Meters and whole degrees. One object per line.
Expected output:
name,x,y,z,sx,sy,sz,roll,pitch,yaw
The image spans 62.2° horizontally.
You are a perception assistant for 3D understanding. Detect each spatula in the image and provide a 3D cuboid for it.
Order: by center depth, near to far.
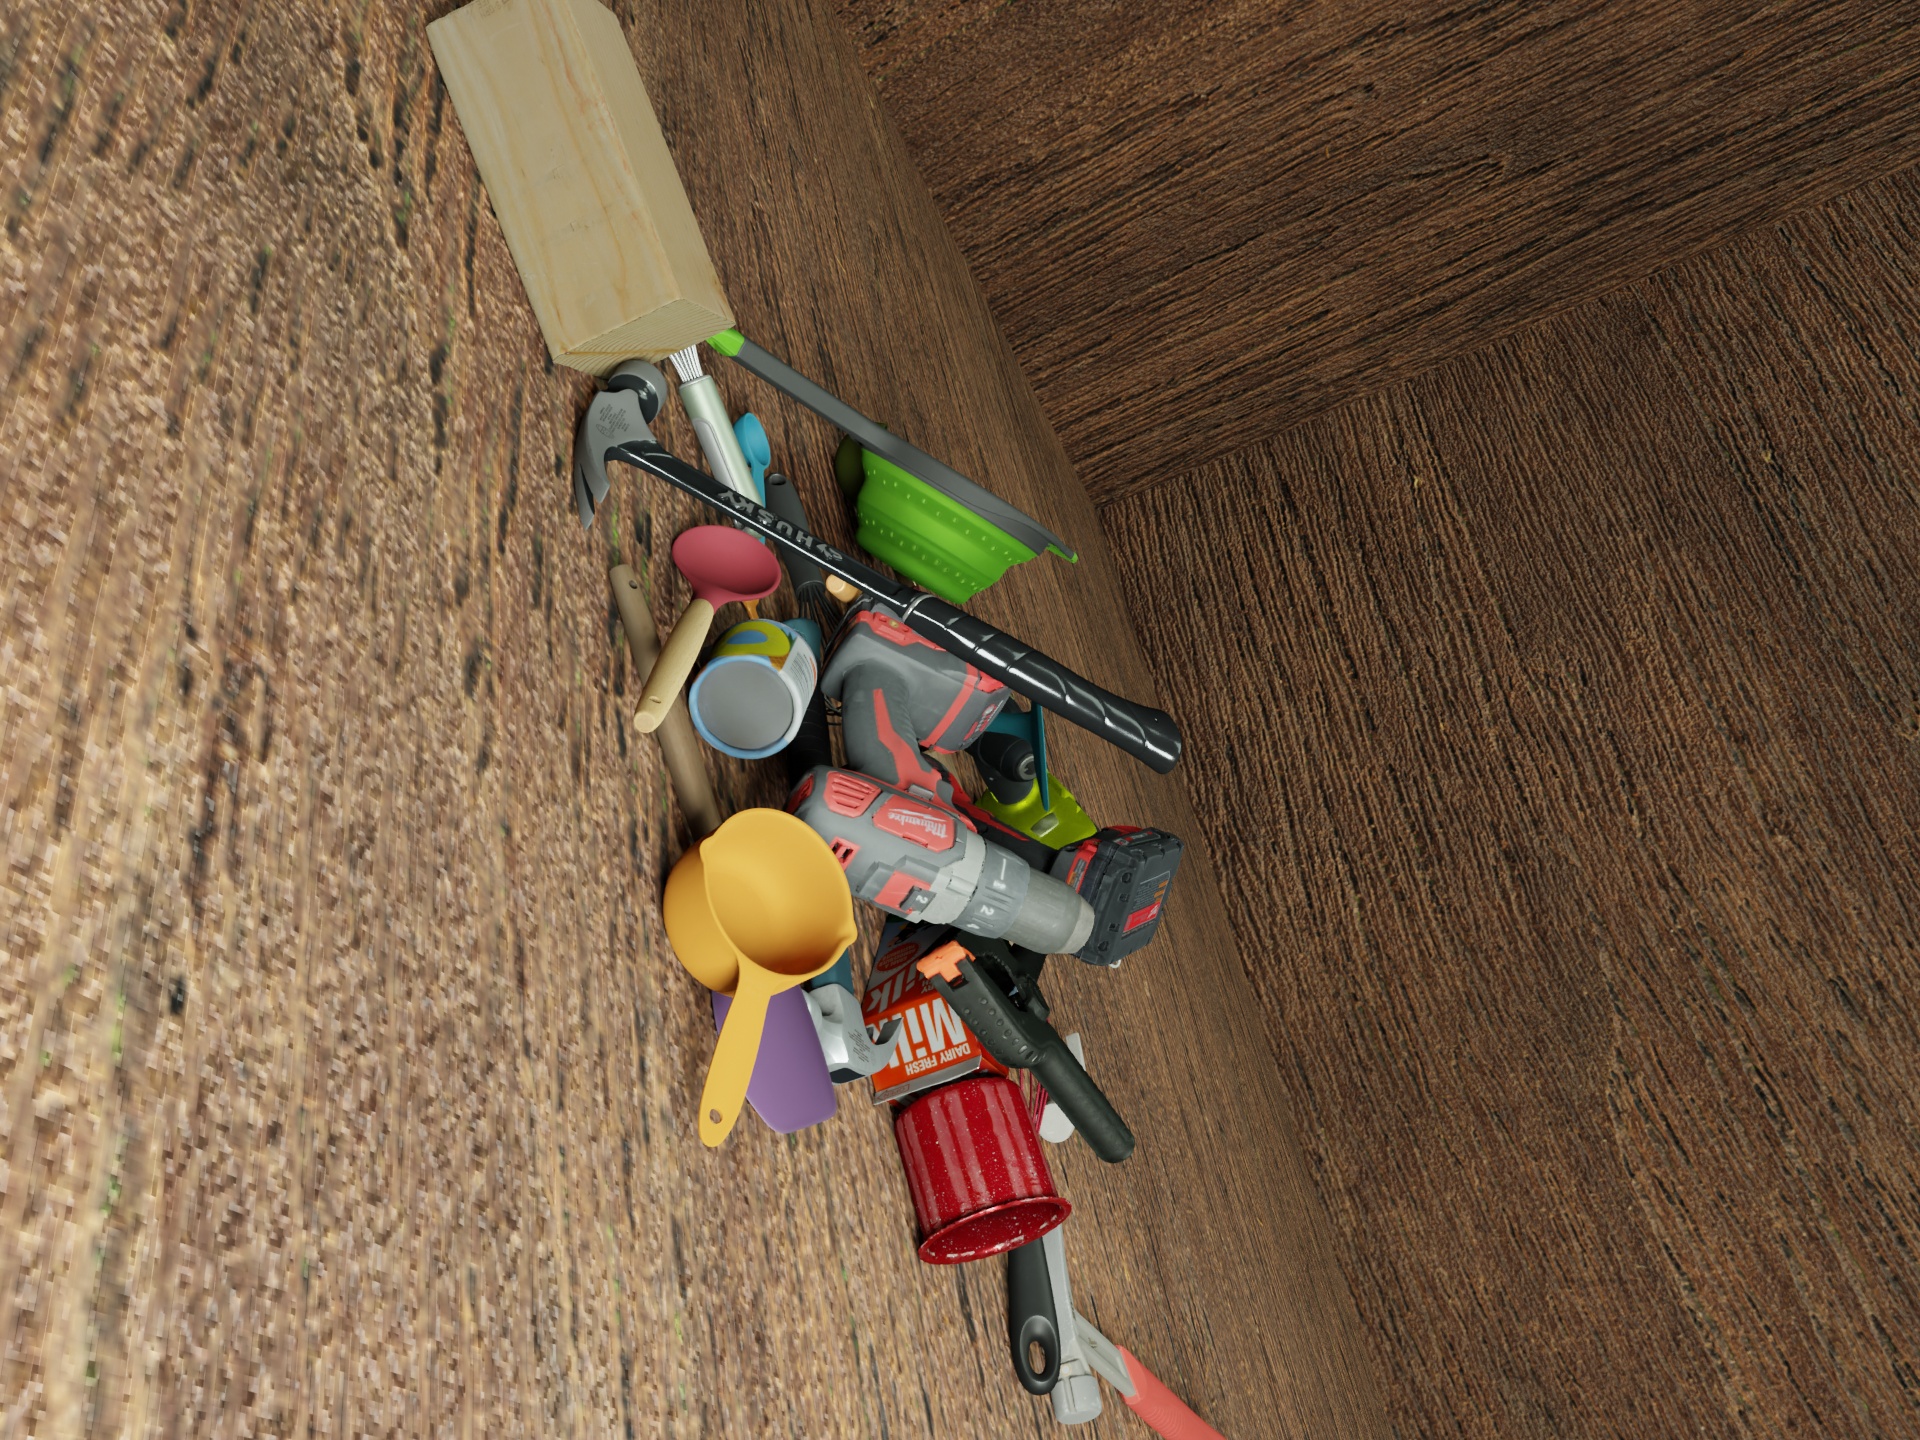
spatula,-0.133,0.060,0.828,0.059,0.018,0.316,-5,68,-46
spatula,-0.069,-0.077,1.129,0.322,0.041,0.081,12,53,-85
spatula,-0.002,-0.004,1.147,0.318,0.044,0.082,15,-68,61

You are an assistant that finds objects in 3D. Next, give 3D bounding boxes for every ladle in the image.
ladle,-0.145,-0.054,0.875,0.069,0.031,0.316,20,19,-8
ladle,-0.033,-0.121,1.461,0.078,0.062,0.320,-73,138,-80

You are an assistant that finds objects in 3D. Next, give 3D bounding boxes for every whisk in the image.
whisk,0.037,0.301,1.075,0.073,0.073,0.296,54,24,-49
whisk,-0.185,-0.239,1.088,0.059,0.058,0.246,-32,105,-43
whisk,-0.111,-0.093,1.147,0.055,0.055,0.239,51,16,-54

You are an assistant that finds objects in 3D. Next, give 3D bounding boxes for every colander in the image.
colander,-0.078,-0.192,1.297,0.396,0.094,0.205,28,6,-39

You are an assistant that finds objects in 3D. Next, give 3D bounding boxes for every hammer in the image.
hammer,-0.041,-0.074,0.944,0.408,0.036,0.149,29,32,-13
hammer,-0.088,0.066,0.969,0.128,0.033,0.331,53,21,-50
hammer,0.133,0.493,1.194,0.358,0.036,0.149,55,18,-44
hammer,0.035,0.179,1.327,0.130,0.031,0.331,1,68,-76

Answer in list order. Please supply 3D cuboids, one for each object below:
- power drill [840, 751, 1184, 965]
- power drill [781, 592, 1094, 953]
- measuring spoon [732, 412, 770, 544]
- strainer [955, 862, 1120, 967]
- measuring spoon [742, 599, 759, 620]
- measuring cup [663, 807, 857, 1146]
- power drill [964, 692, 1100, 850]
power drill,0.029,0.081,1.071,0.143,0.220,0.078,-4,114,-66
power drill,-0.009,0.034,0.948,0.187,0.080,0.227,24,35,-16
measuring spoon,-0.156,-0.167,1.156,0.042,0.021,0.129,51,30,-56
strainer,0.047,0.147,1.281,0.258,0.050,0.087,35,55,-34
measuring spoon,-0.123,-0.040,1.071,0.021,0.011,0.117,-24,92,-78
measuring cup,-0.110,0.125,0.757,0.095,0.052,0.174,34,47,-26
power drill,0.044,0.044,1.378,0.191,0.080,0.228,47,-9,48
